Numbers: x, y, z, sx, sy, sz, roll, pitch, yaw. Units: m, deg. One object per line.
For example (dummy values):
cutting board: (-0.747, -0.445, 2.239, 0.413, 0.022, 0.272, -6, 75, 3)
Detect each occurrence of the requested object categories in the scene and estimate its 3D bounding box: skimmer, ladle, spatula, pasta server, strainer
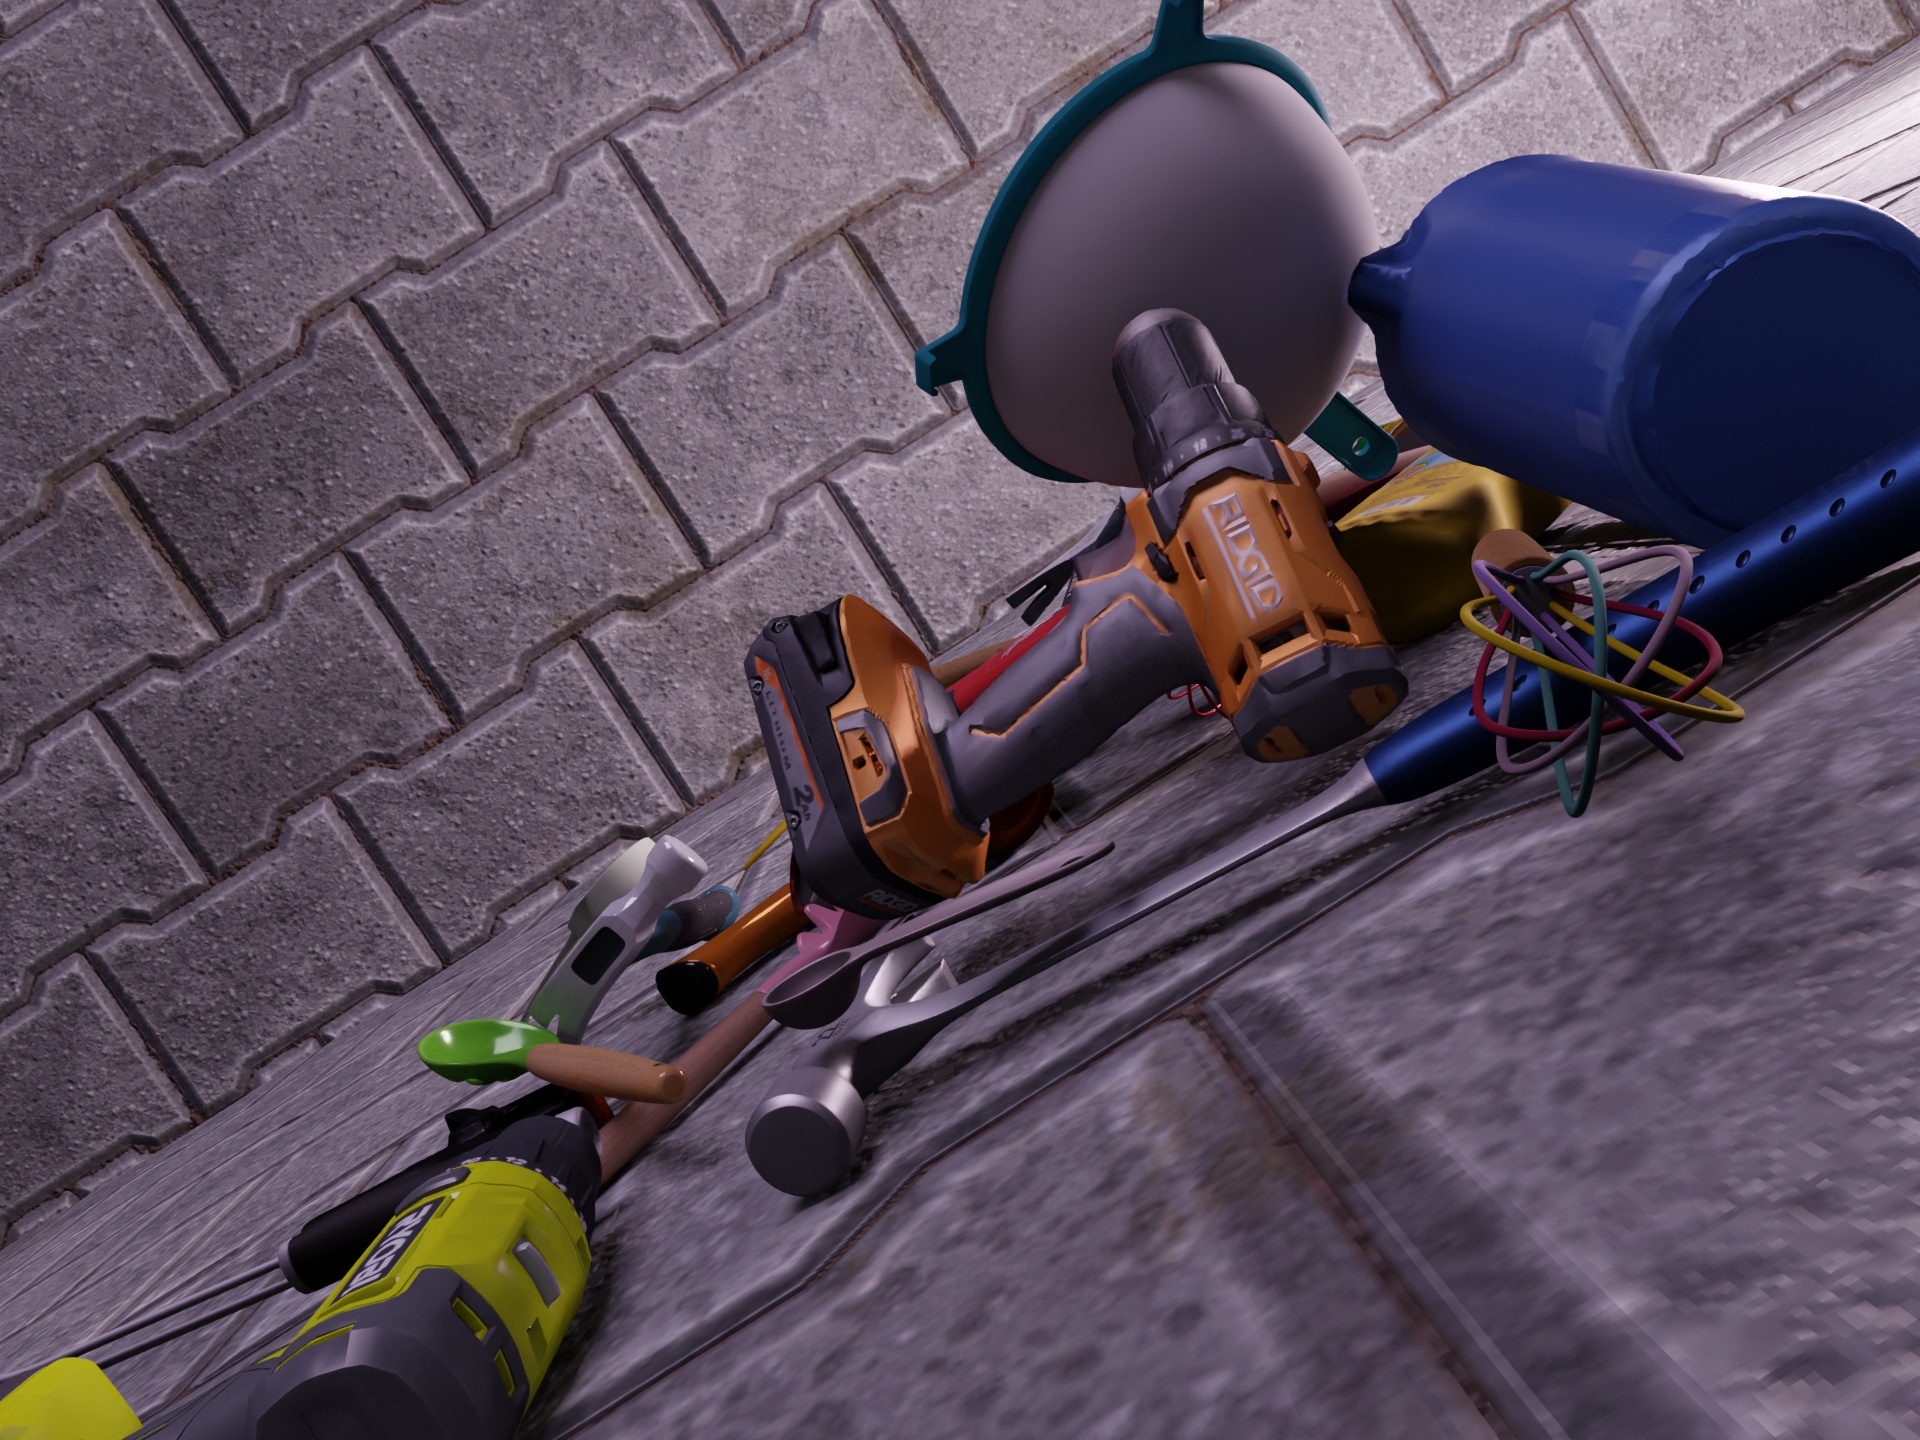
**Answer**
skimmer: (-0.298, 0.245, 0.576, 0.363, 0.127, 0.090, -24, 31, 0)
ladle: (0.024, -0.038, 0.926, 0.069, 0.031, 0.315, 1, -12, -37)
spatula: (0.263, -0.148, 0.917, 0.316, 0.018, 0.060, -18, 0, -7)
pasta server: (-0.109, 0.137, 0.713, 0.060, 0.040, 0.316, -36, 3, 44)
strainer: (0.149, -0.163, 0.743, 0.340, 0.095, 0.211, 21, -69, -48)

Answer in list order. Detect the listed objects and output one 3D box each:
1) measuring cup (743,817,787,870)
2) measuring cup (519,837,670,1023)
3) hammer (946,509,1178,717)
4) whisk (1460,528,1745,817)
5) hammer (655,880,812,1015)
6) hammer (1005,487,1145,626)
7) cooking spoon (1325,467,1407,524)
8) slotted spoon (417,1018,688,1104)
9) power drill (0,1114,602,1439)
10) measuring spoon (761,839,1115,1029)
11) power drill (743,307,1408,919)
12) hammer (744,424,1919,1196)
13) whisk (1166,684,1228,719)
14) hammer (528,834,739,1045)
measuring cup: (-0.093, 0.033, 0.922, 0.062, 0.029, 0.156, -43, 6, 40)
measuring cup: (-0.235, 0.149, 1.029, 0.167, 0.038, 0.083, -55, -6, 20)
hammer: (-0.001, -0.003, 0.847, 0.143, 0.038, 0.386, -48, 6, -26)
whisk: (0.146, -0.025, 0.391, 0.047, 0.051, 0.245, -9, 9, 16)
hammer: (-0.050, 0.073, 0.987, 0.337, 0.034, 0.127, -36, 7, -30)
hammer: (0.071, -0.072, 1.100, 0.149, 0.036, 0.409, -40, 9, 20)
cooking spoon: (0.176, -0.079, 0.993, 0.068, 0.017, 0.319, -11, -17, -42)
slotted spoon: (-0.183, 0.155, 0.714, 0.070, 0.031, 0.314, -3, -6, -30)
power drill: (-0.219, 0.211, 0.496, 0.228, 0.080, 0.190, -29, 7, 4)
measuring spoon: (-0.005, 0.070, 0.507, 0.124, 0.018, 0.034, -25, 7, 4)
power drill: (0.032, -0.042, 0.608, 0.226, 0.185, 0.084, -26, -26, 16)
hammer: (0.117, 0.021, 0.488, 0.405, 0.035, 0.144, -31, 6, 17)
whisk: (0.165, -0.056, 0.829, 0.073, 0.073, 0.296, -29, -1, 30)
hammer: (-0.176, 0.126, 0.960, 0.128, 0.033, 0.331, -51, -3, -2)
